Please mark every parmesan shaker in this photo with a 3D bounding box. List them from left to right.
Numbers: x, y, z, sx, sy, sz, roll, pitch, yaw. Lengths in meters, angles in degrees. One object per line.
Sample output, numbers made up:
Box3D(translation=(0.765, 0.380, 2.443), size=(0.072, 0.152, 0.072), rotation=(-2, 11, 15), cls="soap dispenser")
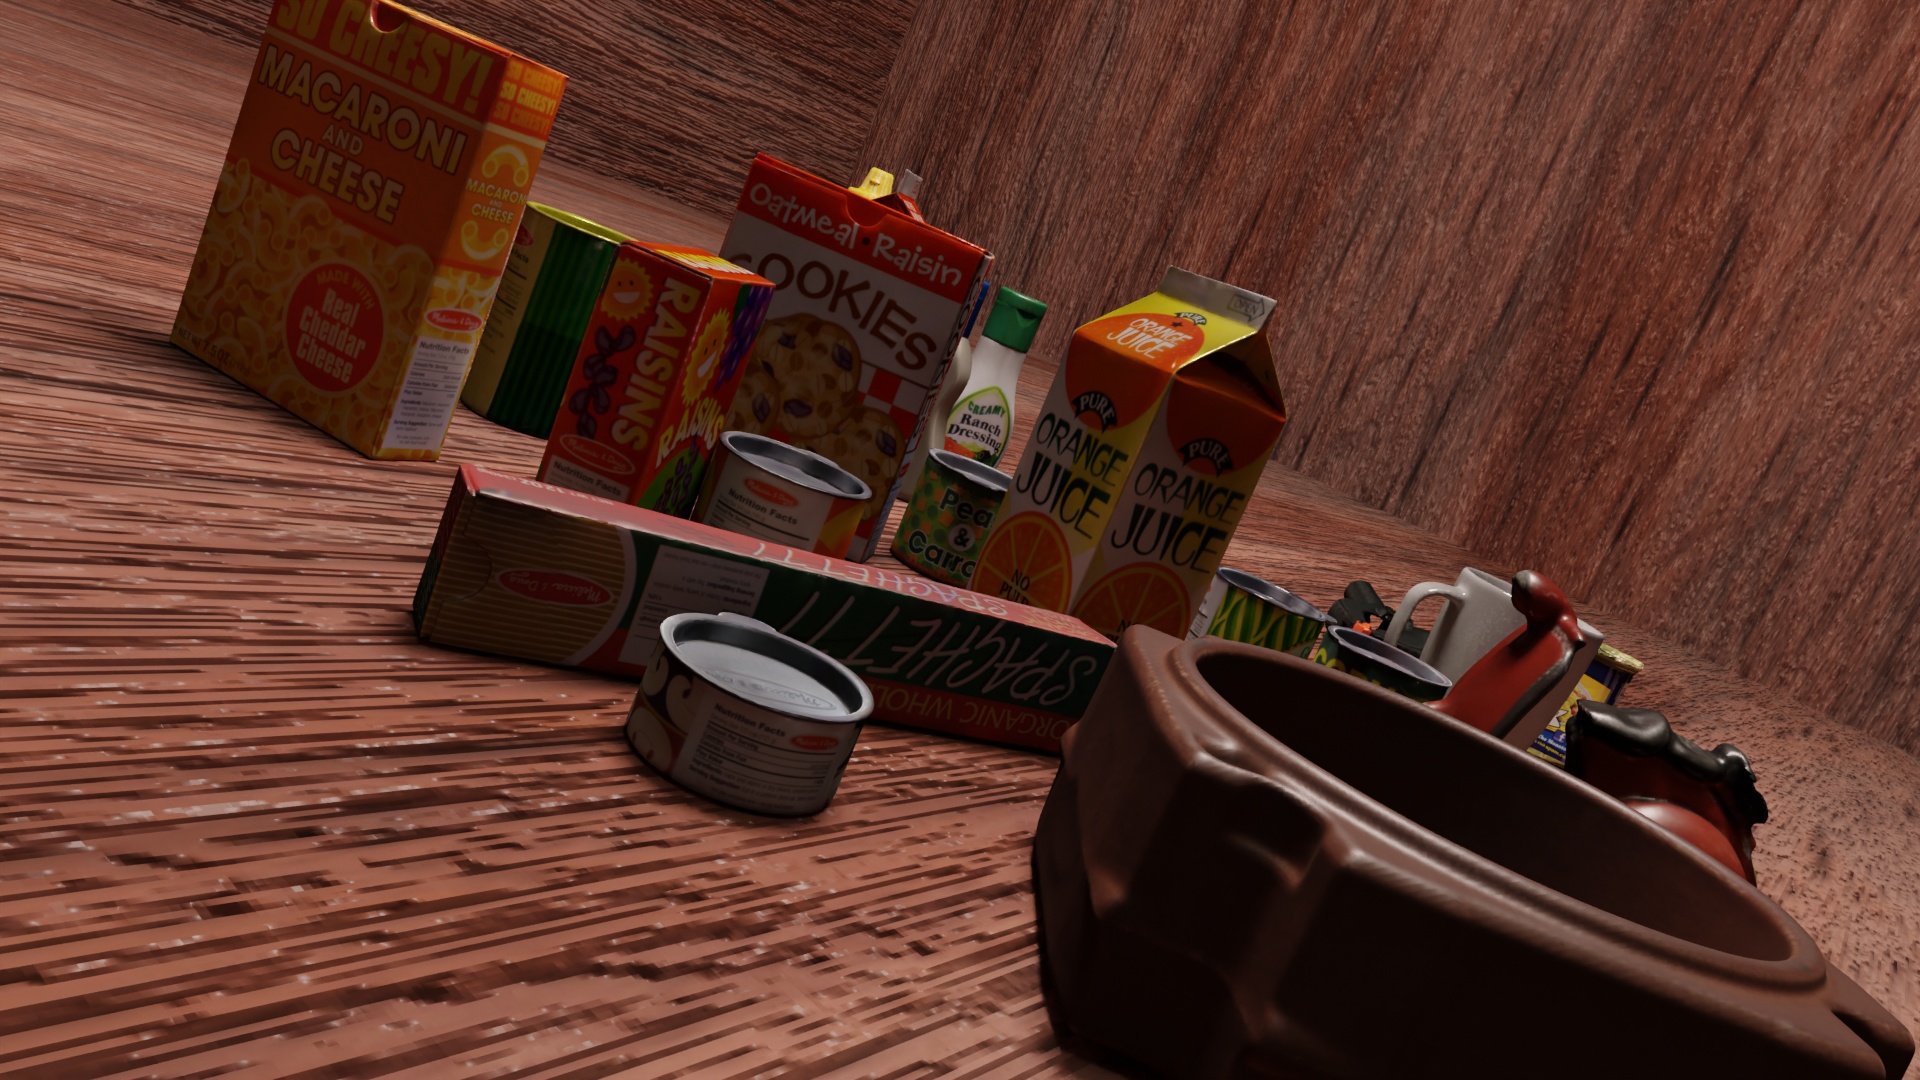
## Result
Box3D(translation=(-0.201, -0.109, 0.695), size=(0.071, 0.103, 0.071), rotation=(22, 11, -4), cls="parmesan shaker")

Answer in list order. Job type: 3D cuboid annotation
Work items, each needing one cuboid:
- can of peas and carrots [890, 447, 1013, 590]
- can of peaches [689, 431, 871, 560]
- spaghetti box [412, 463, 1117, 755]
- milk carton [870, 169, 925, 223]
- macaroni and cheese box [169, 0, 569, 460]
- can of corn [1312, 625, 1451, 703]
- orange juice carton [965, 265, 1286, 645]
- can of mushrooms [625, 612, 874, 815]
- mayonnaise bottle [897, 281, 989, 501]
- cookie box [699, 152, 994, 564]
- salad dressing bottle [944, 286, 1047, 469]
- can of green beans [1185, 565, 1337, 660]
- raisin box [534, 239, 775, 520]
Box3D(translation=(0.003, -0.009, 0.744), size=(0.071, 0.058, 0.071), rotation=(22, 11, -4), cls="can of peas and carrots")
Box3D(translation=(-0.077, -0.006, 0.576), size=(0.071, 0.058, 0.071), rotation=(22, 11, -4), cls="can of peaches")
Box3D(translation=(-0.053, 0.030, 0.474), size=(0.250, 0.050, 0.029), rotation=(15, 13, -33), cls="spaghetti box")
Box3D(translation=(-0.063, -0.126, 0.818), size=(0.073, 0.190, 0.072), rotation=(23, 11, 0), cls="milk carton")
Box3D(translation=(-0.242, -0.132, 0.563), size=(0.124, 0.166, 0.040), rotation=(27, 11, 19), cls="macaroni and cheese box")
Box3D(translation=(0.205, 0.083, 0.709), size=(0.071, 0.058, 0.071), rotation=(22, 11, -4), cls="can of corn")
Box3D(translation=(0.074, -0.024, 0.609), size=(0.073, 0.192, 0.072), rotation=(15, 13, -36), cls="orange juice carton")
Box3D(translation=(-0.062, 0.049, 0.410), size=(0.071, 0.033, 0.071), rotation=(22, 11, -4), cls="can of mushrooms")
Box3D(translation=(-0.025, -0.103, 0.893), size=(0.065, 0.147, 0.041), rotation=(25, 11, 12), cls="mayonnaise bottle")
Box3D(translation=(-0.072, -0.090, 0.694), size=(0.123, 0.167, 0.040), rotation=(24, 11, 4), cls="cookie box")
Box3D(translation=(0.018, -0.110, 1.010), size=(0.064, 0.147, 0.044), rotation=(18, 12, -24), cls="salad dressing bottle")
Box3D(translation=(0.157, 0.053, 0.755), size=(0.071, 0.057, 0.071), rotation=(22, 11, -4), cls="can of green beans")
Box3D(translation=(-0.118, -0.049, 0.527), size=(0.040, 0.123, 0.086), rotation=(24, 11, 4), cls="raisin box")
